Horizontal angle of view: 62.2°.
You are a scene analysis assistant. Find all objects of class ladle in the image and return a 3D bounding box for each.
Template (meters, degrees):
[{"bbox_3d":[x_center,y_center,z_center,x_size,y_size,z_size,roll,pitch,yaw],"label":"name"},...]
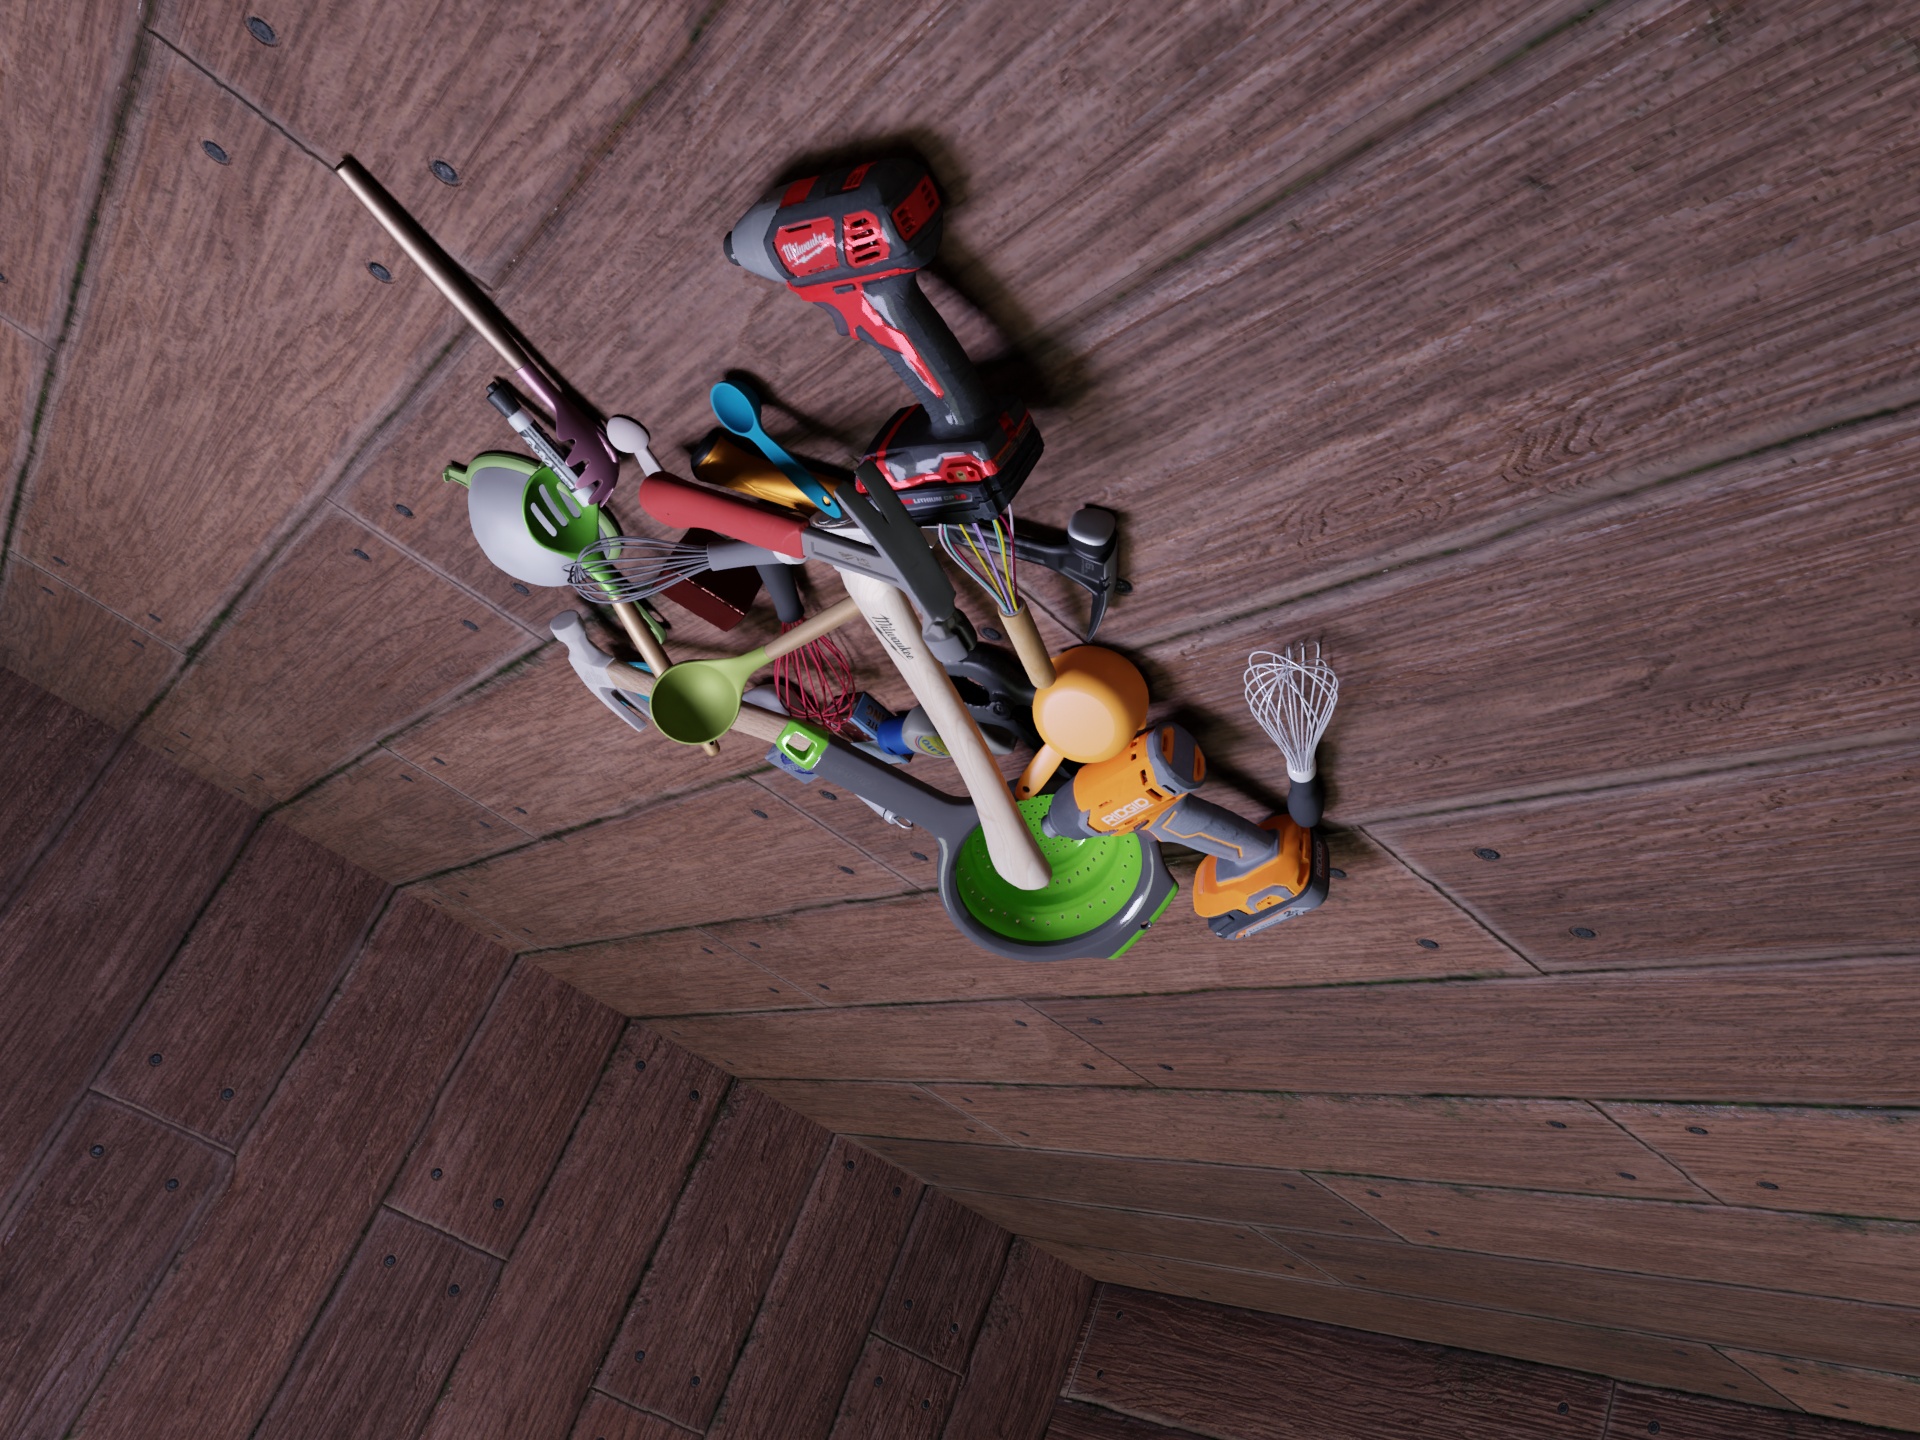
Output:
[{"bbox_3d":[-0.144,-0.058,1.314,0.320,0.062,0.078,-25,120,39],"label":"ladle"}]

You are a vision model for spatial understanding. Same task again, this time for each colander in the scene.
[{"bbox_3d":[0.011,0.080,1.442,0.396,0.095,0.204,29,115,-20],"label":"colander"}]

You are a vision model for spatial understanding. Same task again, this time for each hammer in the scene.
[{"bbox_3d":[-0.246,-0.017,1.490,0.331,0.031,0.129,17,146,34],"label":"hammer"},{"bbox_3d":[-0.132,-0.138,1.097,0.359,0.037,0.149,24,154,49],"label":"hammer"},{"bbox_3d":[-0.002,-0.004,1.267,0.146,0.038,0.410,3,138,34],"label":"hammer"},{"bbox_3d":[-0.045,-0.149,1.183,0.337,0.034,0.127,18,153,14],"label":"hammer"}]

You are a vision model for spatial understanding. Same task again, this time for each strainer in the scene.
[{"bbox_3d":[-0.135,0.026,1.512,0.259,0.087,0.050,38,119,26],"label":"strainer"},{"bbox_3d":[-0.357,-0.133,1.442,0.151,0.069,0.256,4,146,36],"label":"strainer"}]

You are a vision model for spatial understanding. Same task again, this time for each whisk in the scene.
[{"bbox_3d":[-0.194,-0.130,1.245,0.239,0.055,0.055,-8,149,3],"label":"whisk"},{"bbox_3d":[0.262,0.022,1.225,0.070,0.070,0.284,13,158,21],"label":"whisk"},{"bbox_3d":[-0.142,-0.080,1.374,0.073,0.073,0.295,15,148,19],"label":"whisk"},{"bbox_3d":[0.033,-0.092,1.138,0.047,0.051,0.244,5,150,23],"label":"whisk"}]

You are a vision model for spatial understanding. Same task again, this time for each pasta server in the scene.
[{"bbox_3d":[-0.352,-0.282,1.187,0.040,0.060,0.315,-31,130,10],"label":"pasta server"}]

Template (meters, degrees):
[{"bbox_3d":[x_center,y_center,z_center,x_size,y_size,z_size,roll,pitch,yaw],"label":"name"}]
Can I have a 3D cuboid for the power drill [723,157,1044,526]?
[{"bbox_3d":[-0.048,-0.226,0.962,0.143,0.079,0.219,1,134,35],"label":"power drill"}]

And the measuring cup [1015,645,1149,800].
[{"bbox_3d":[0.082,0.019,1.287,0.095,0.052,0.173,34,125,1],"label":"measuring cup"}]

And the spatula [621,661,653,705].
[{"bbox_3d":[-0.226,0.000,1.594,0.318,0.044,0.082,22,152,21],"label":"spatula"}]

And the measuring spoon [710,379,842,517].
[{"bbox_3d":[-0.127,-0.197,1.141,0.128,0.021,0.042,45,145,-4],"label":"measuring spoon"}]

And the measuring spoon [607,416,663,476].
[{"bbox_3d":[-0.252,-0.198,1.284,0.034,0.018,0.124,12,153,24],"label":"measuring spoon"}]

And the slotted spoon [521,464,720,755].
[{"bbox_3d":[-0.289,-0.089,1.387,0.031,0.070,0.313,16,141,49],"label":"slotted spoon"}]

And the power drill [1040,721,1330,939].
[{"bbox_3d":[0.187,0.100,1.358,0.226,0.084,0.164,34,136,-26],"label":"power drill"}]
